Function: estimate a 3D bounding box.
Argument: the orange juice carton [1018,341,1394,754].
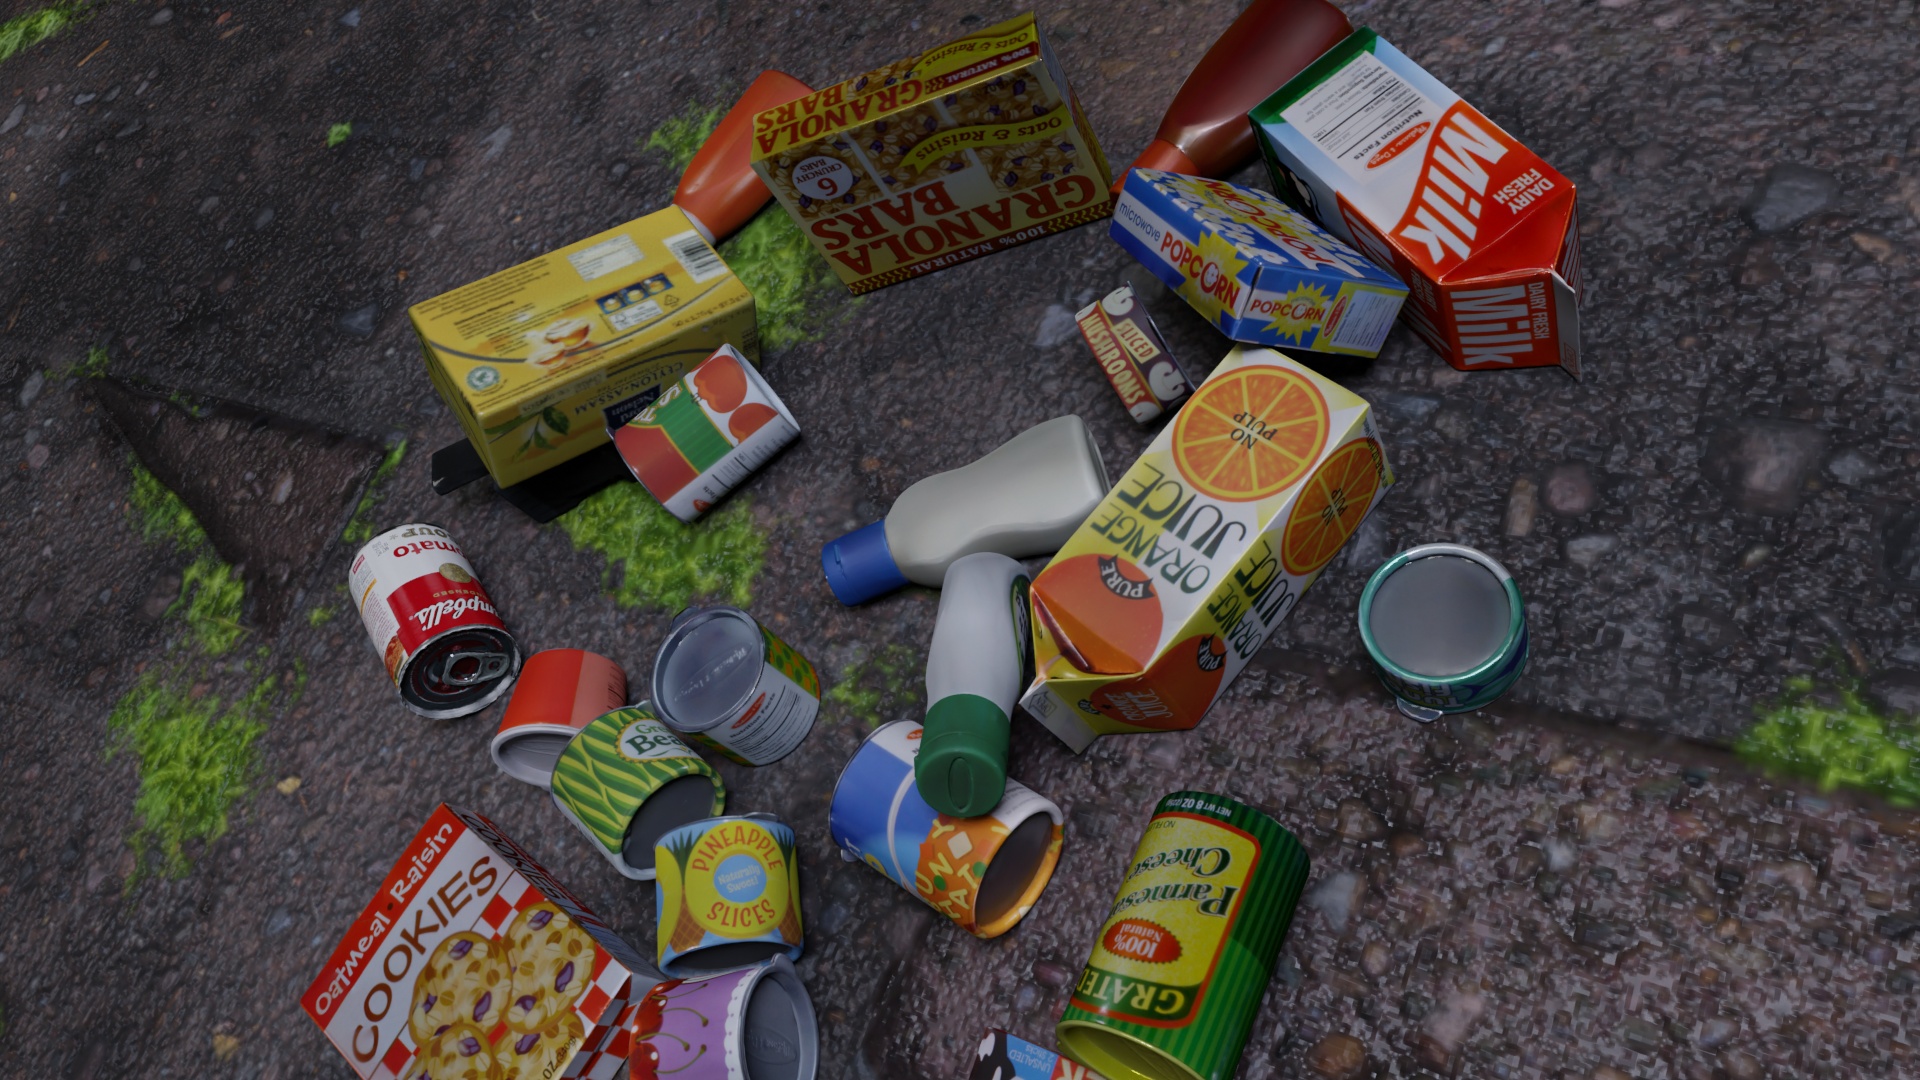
[{"bbox_3d":[0.102,0.012,0.619,0.193,0.071,0.073,-49,54,-6],"label":"orange juice carton"}]

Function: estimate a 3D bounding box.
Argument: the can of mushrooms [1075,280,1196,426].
[{"bbox_3d":[0.086,-0.092,0.684,0.033,0.071,0.071,-30,55,11],"label":"can of mushrooms"}]

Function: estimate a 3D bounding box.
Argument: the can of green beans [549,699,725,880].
[{"bbox_3d":[-0.159,0.125,0.688,0.058,0.071,0.071,32,81,35],"label":"can of green beans"}]

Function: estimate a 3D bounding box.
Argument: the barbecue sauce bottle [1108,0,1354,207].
[{"bbox_3d":[0.142,-0.230,0.748,0.148,0.043,0.065,-47,54,-3],"label":"barbecue sauce bottle"}]

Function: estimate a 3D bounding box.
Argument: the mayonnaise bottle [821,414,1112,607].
[{"bbox_3d":[0.002,-0.009,0.699,0.148,0.041,0.065,-22,55,15],"label":"mayonnaise bottle"}]

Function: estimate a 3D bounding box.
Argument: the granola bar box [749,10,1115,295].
[{"bbox_3d":[-0.013,-0.206,0.761,0.165,0.124,0.039,-14,59,19],"label":"granola bar box"}]

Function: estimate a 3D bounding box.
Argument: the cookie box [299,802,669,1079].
[{"bbox_3d":[-0.239,0.225,0.690,0.168,0.040,0.123,27,78,34],"label":"cookie box"}]

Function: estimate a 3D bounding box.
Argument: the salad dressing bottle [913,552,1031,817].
[{"bbox_3d":[0.007,0.061,0.614,0.044,0.064,0.148,2,30,5],"label":"salad dressing bottle"}]

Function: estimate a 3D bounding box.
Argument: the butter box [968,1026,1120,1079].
[{"bbox_3d":[0.049,0.237,0.552,0.103,0.024,0.053,11,70,31],"label":"butter box"}]

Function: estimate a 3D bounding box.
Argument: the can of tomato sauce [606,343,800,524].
[{"bbox_3d":[-0.143,-0.062,0.781,0.083,0.071,0.071,-39,54,2],"label":"can of tomato sauce"}]

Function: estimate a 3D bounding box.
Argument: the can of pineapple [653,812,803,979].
[{"bbox_3d":[-0.107,0.165,0.640,0.071,0.071,0.058,-20,58,16],"label":"can of pineapple"}]

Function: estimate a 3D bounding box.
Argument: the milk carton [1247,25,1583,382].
[{"bbox_3d":[0.223,-0.151,0.648,0.073,0.072,0.191,-36,53,5],"label":"milk carton"}]

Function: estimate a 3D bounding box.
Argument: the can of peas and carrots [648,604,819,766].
[{"bbox_3d":[-0.114,0.072,0.700,0.071,0.058,0.071,-12,59,21],"label":"can of peas and carrots"}]

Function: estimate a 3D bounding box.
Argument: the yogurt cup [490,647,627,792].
[{"bbox_3d":[-0.207,0.093,0.733,0.072,0.072,0.054,-14,51,19],"label":"yogurt cup"}]

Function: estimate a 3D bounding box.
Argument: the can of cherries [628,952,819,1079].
[{"bbox_3d":[-0.103,0.221,0.610,0.058,0.071,0.072,-15,58,20],"label":"can of cherries"}]

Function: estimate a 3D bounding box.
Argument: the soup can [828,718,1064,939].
[{"bbox_3d":[-0.007,0.129,0.613,0.084,0.071,0.071,25,77,34],"label":"soup can"}]

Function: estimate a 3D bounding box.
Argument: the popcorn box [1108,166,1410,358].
[{"bbox_3d":[0.137,-0.133,0.656,0.127,0.085,0.038,56,136,50],"label":"popcorn box"}]

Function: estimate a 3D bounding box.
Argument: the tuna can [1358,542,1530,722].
[{"bbox_3d":[0.201,0.038,0.580,0.071,0.032,0.071,-12,59,20],"label":"tuna can"}]

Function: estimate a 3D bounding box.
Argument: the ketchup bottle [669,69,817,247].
[{"bbox_3d":[-0.148,-0.232,0.891,0.065,0.043,0.149,32,81,36],"label":"ketchup bottle"}]

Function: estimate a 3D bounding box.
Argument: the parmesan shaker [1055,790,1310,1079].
[{"bbox_3d":[0.085,0.157,0.538,0.071,0.071,0.103,10,54,30],"label":"parmesan shaker"}]
